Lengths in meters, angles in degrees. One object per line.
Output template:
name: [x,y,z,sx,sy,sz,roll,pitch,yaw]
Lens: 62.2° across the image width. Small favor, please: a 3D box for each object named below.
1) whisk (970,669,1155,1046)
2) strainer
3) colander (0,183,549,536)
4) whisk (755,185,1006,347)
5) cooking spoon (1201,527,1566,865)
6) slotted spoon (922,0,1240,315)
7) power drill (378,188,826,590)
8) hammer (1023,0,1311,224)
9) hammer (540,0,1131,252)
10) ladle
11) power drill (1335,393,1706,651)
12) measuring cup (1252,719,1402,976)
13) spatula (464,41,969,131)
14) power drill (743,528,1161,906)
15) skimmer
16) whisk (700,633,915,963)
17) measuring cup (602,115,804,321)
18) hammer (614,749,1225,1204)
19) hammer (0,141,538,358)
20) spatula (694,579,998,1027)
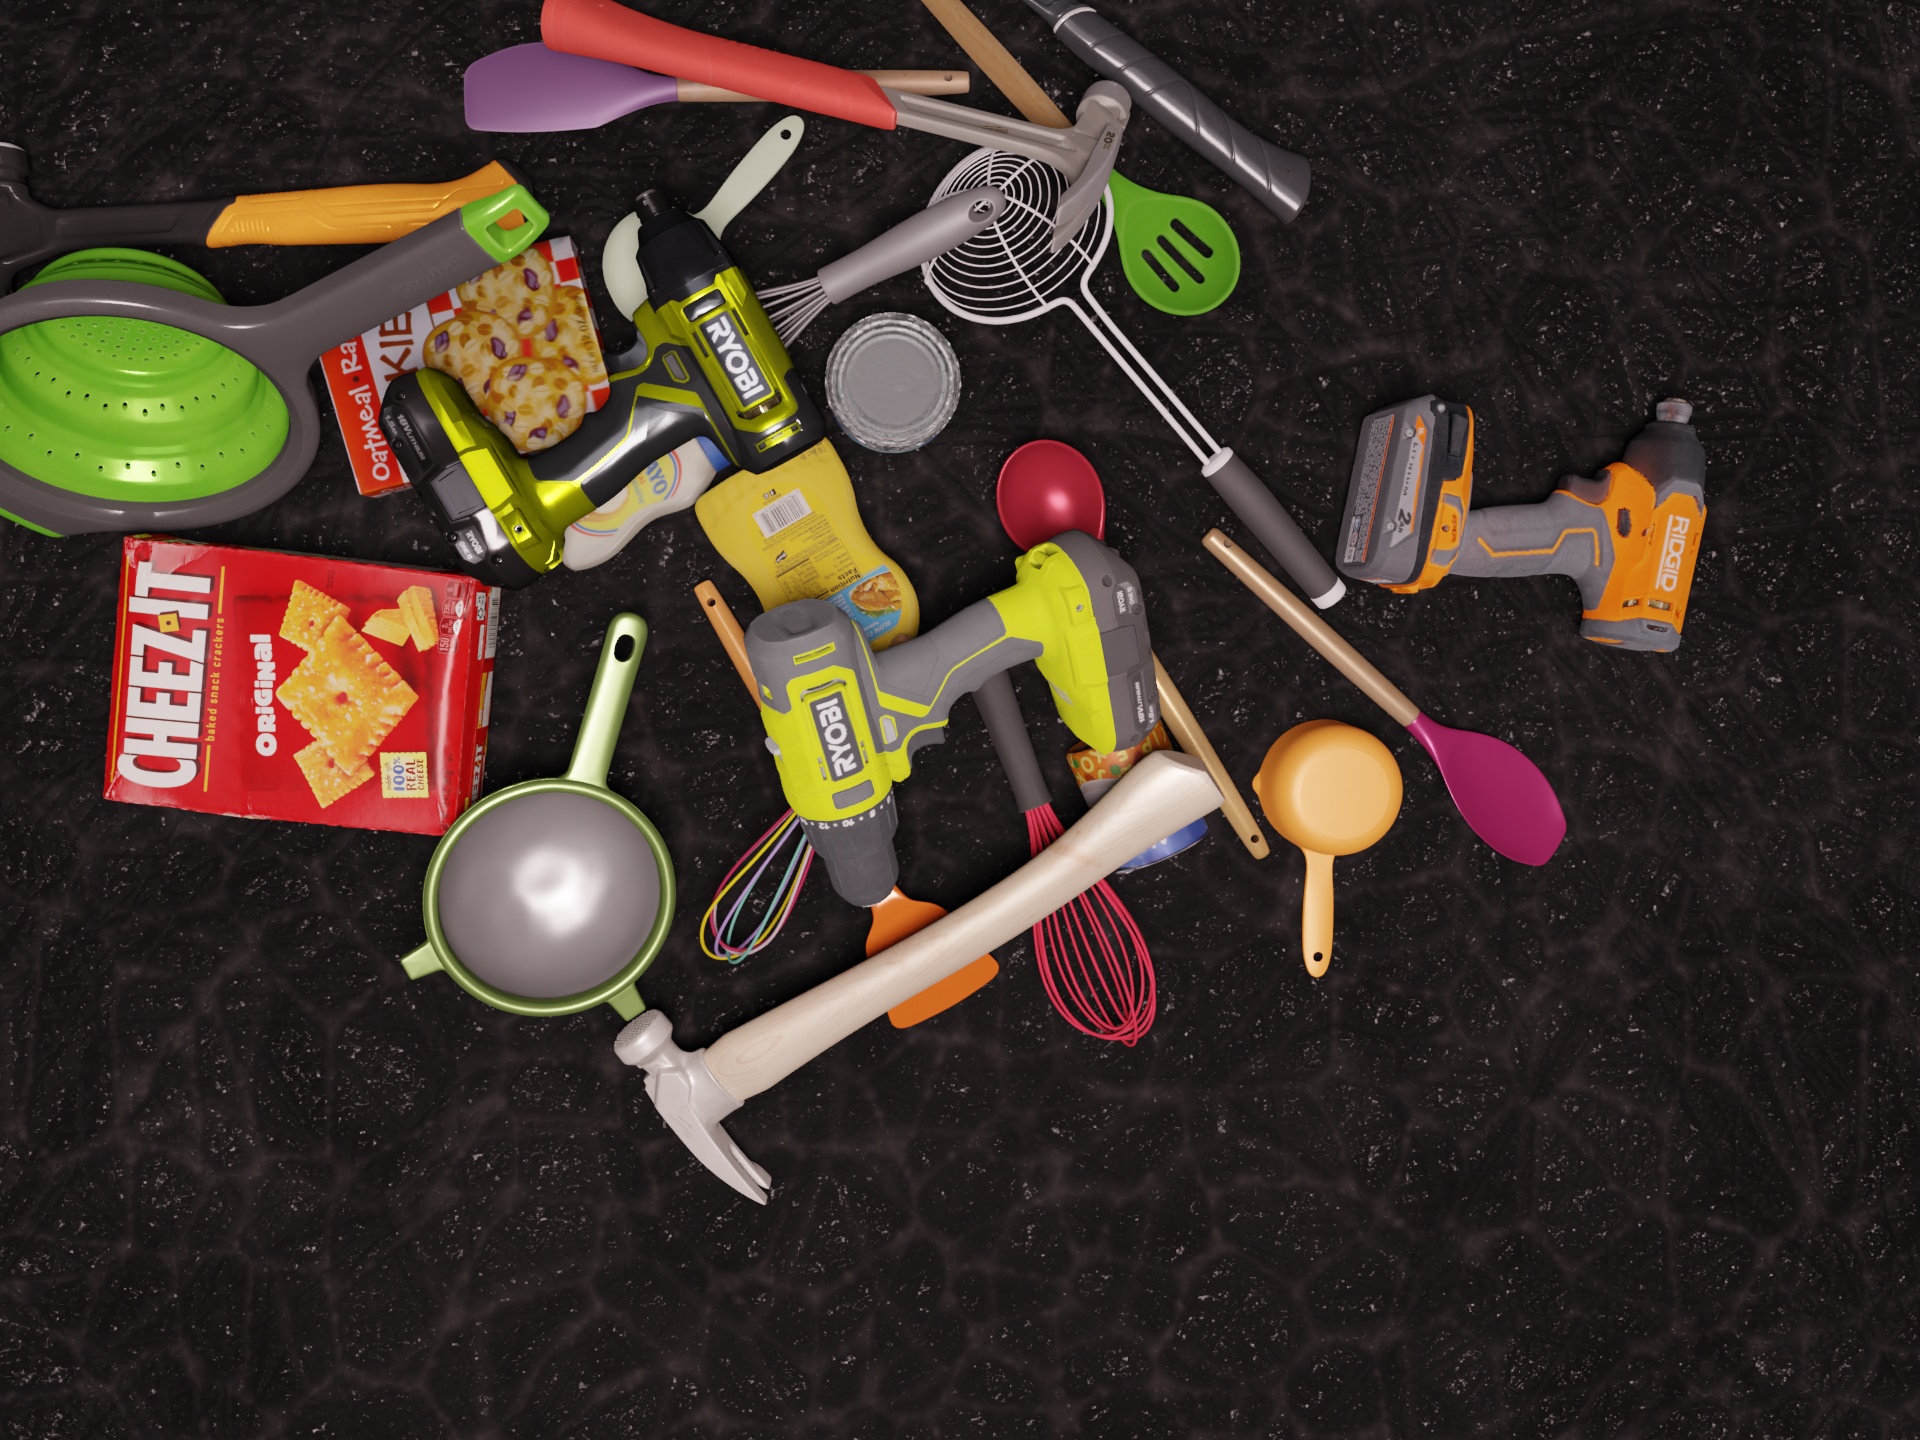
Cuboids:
whisk: [0.055,0.074,1.030,0.073,0.073,0.296,-21,90,-2]
strainer: [-0.244,0.054,0.996,0.151,0.069,0.256,15,93,-21]
colander: [-0.412,-0.235,0.911,0.397,0.204,0.095,-21,62,14]
whisk: [-0.079,-0.262,0.971,0.239,0.055,0.055,-24,96,16]
cooking spoon: [0.281,-0.018,1.056,0.319,0.017,0.069,41,71,-5]
slotted spoon: [0.060,-0.381,1.012,0.070,0.031,0.313,-43,94,12]
power drill: [-0.214,-0.191,0.935,0.223,0.080,0.171,-29,96,1]
hammer: [0.053,-0.444,0.986,0.408,0.036,0.149,35,67,-9]
hammer: [-0.084,-0.371,0.947,0.359,0.036,0.149,17,50,7]
ladle: [0.120,-0.042,1.041,0.069,0.031,0.315,-32,97,1]
power drill: [0.371,-0.143,1.026,0.226,0.084,0.164,11,93,-9]
measuring cup: [0.243,0.087,1.044,0.095,0.052,0.173,1,92,-4]
spatula: [-0.152,-0.400,1.000,0.316,0.018,0.060,-2,83,-3]
power drill: [-0.001,-0.003,0.944,0.228,0.080,0.190,-22,119,-15]
skimmer: [0.120,-0.215,1.022,0.127,0.090,0.363,-42,105,6]
whisk: [-0.093,0.052,0.990,0.047,0.051,0.245,28,103,-15]
measuring cup: [-0.156,-0.317,0.994,0.083,0.038,0.167,42,93,-6]
hammer: [-0.012,0.152,0.994,0.410,0.038,0.146,-33,104,11]
hammer: [-0.431,-0.301,0.980,0.337,0.034,0.127,-6,94,-4]
spatula: [-0.086,0.051,1.036,0.081,0.041,0.322,-30,91,0]
